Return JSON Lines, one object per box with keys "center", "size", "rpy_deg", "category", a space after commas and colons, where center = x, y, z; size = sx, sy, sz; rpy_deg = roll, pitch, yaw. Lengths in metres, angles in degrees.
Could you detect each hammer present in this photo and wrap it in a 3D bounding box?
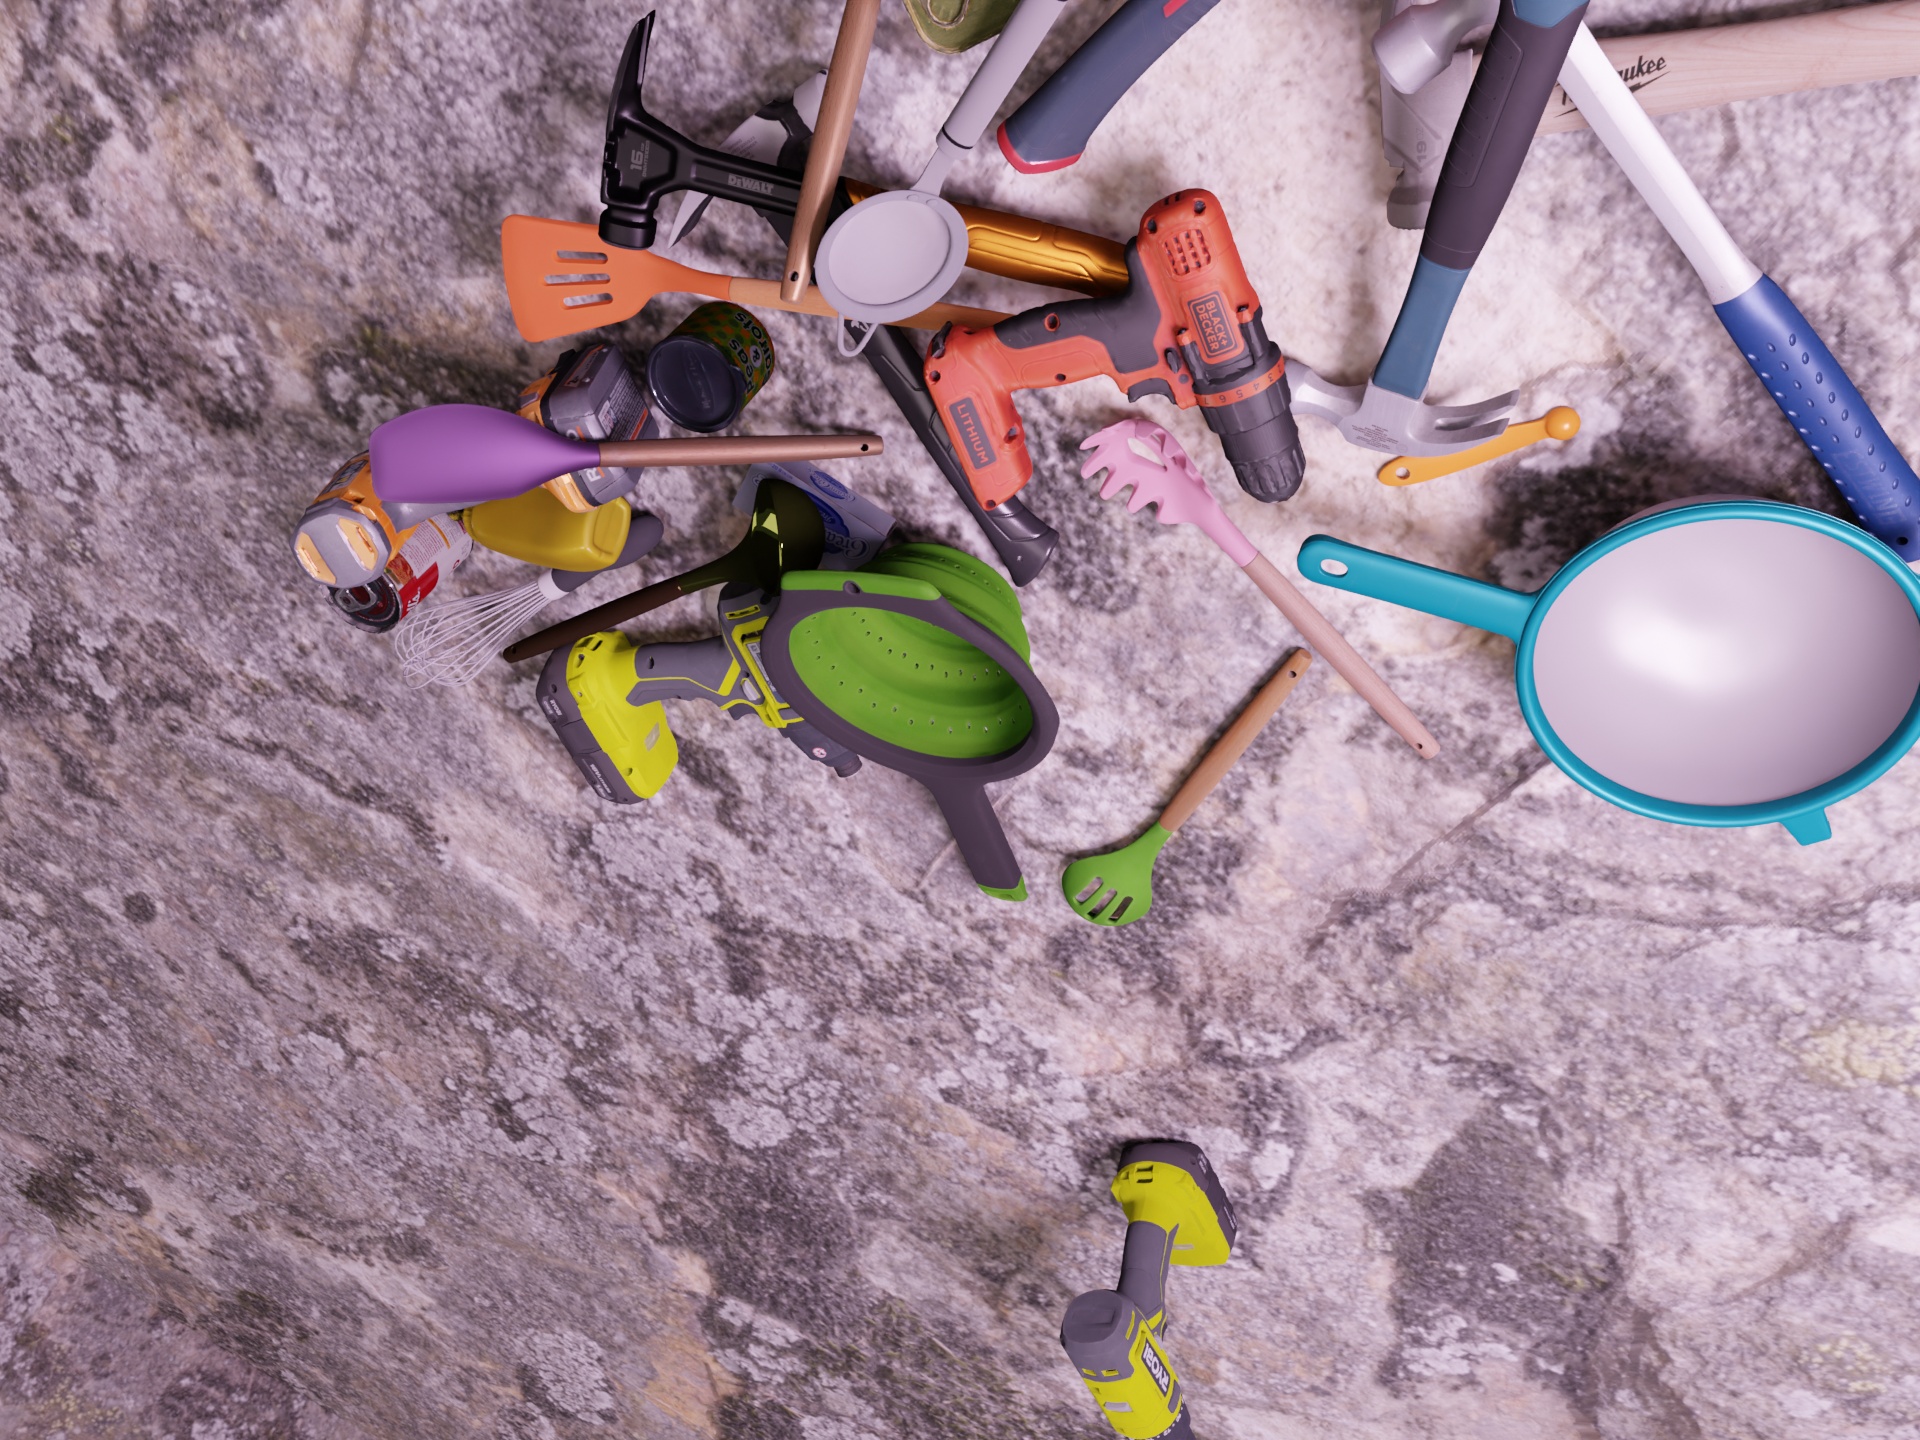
{"center": [-0.034, -0.291, 0.897], "size": [0.337, 0.034, 0.127], "rpy_deg": [14, 124, -2], "category": "hammer"}
{"center": [0.142, -0.395, 0.746], "size": [0.143, 0.038, 0.386], "rpy_deg": [19, 145, -37], "category": "hammer"}
{"center": [0.404, -0.319, 0.731], "size": [0.411, 0.038, 0.146], "rpy_deg": [1, 125, 21], "category": "hammer"}
{"center": [0.379, -0.222, 0.776], "size": [0.405, 0.035, 0.144], "rpy_deg": [41, 134, -23], "category": "hammer"}
{"center": [0.239, -0.237, 0.774], "size": [0.128, 0.033, 0.330], "rpy_deg": [23, 156, 11], "category": "hammer"}
{"center": [-0.043, -0.220, 0.994], "size": [0.146, 0.035, 0.334], "rpy_deg": [-21, 116, 33], "category": "hammer"}

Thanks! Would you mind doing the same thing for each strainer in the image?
{"center": [-0.006, -0.294, 0.820], "size": [0.086, 0.050, 0.258], "rpy_deg": [4, 146, -34], "category": "strainer"}
{"center": [0.365, -0.067, 0.906], "size": [0.340, 0.095, 0.210], "rpy_deg": [17, 131, 12], "category": "strainer"}

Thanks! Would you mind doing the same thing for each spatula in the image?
{"center": [-0.055, -0.375, 0.825], "size": [0.082, 0.044, 0.317], "rpy_deg": [17, 104, 6], "category": "spatula"}
{"center": [-0.116, -0.251, 0.949], "size": [0.322, 0.041, 0.081], "rpy_deg": [10, 128, 12], "category": "spatula"}
{"center": [-0.199, -0.168, 0.987], "size": [0.315, 0.018, 0.059], "rpy_deg": [-5, 111, -20], "category": "spatula"}

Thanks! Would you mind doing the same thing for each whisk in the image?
{"center": [-0.328, -0.093, 1.203], "size": [0.284, 0.070, 0.070], "rpy_deg": [-24, 115, 29], "category": "whisk"}

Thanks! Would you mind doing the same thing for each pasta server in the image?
{"center": [0.197, -0.079, 1.004], "size": [0.316, 0.040, 0.060], "rpy_deg": [43, 142, -15], "category": "pasta server"}

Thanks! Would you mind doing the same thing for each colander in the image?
{"center": [-0.002, -0.004, 1.124], "size": [0.204, 0.095, 0.396], "rpy_deg": [6, 146, 23], "category": "colander"}

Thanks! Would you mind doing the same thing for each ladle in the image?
{"center": [-0.221, -0.090, 1.113], "size": [0.320, 0.062, 0.078], "rpy_deg": [-17, 76, 32], "category": "ladle"}

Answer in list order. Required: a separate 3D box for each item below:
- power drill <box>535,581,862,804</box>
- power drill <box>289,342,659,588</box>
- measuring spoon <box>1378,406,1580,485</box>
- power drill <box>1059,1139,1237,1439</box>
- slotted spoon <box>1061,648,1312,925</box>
{"center": [-0.188, -0.014, 1.191], "size": [0.223, 0.080, 0.171], "rpy_deg": [-12, 120, 26], "category": "power drill"}
{"center": [-0.323, -0.179, 1.078], "size": [0.226, 0.185, 0.084], "rpy_deg": [-18, 119, 11], "category": "power drill"}
{"center": [0.298, -0.155, 0.919], "size": [0.117, 0.011, 0.021], "rpy_deg": [-14, 119, 31], "category": "measuring spoon"}
{"center": [0.167, 0.490, 1.334], "size": [0.080, 0.229, 0.190], "rpy_deg": [-12, 121, 29], "category": "power drill"}
{"center": [0.158, 0.057, 1.134], "size": [0.070, 0.031, 0.313], "rpy_deg": [31, 130, -2], "category": "slotted spoon"}
